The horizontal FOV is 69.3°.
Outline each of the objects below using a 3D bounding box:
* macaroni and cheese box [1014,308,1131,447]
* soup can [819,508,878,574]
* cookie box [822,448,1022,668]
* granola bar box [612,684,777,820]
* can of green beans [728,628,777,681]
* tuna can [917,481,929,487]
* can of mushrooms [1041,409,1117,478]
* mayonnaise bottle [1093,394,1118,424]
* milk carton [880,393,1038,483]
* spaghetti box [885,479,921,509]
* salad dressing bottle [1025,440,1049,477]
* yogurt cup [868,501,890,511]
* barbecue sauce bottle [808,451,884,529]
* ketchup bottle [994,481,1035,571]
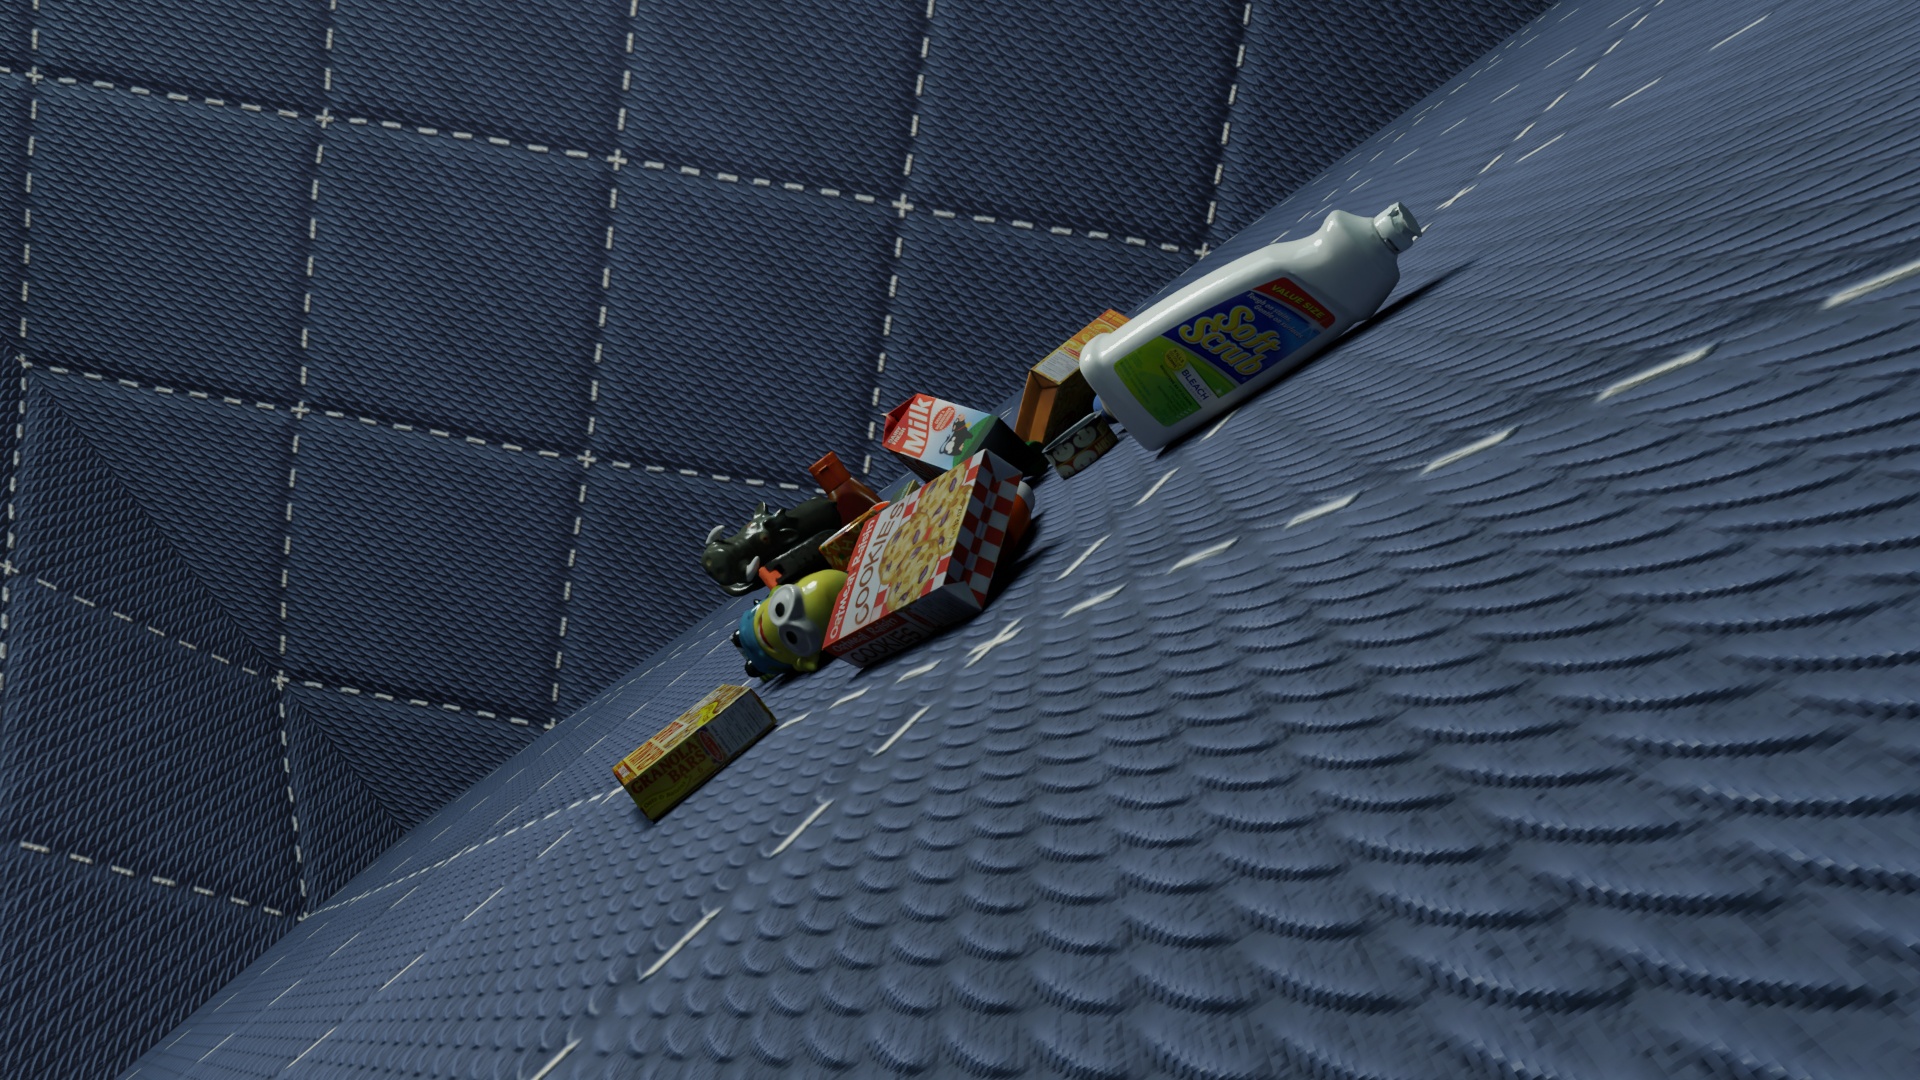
[{"bbox_3d":[0.124,-0.167,1.532,0.167,0.040,0.123,-41,-25,-41],"label":"macaroni and cheese box"},{"bbox_3d":[-0.081,0.021,1.302,0.071,0.083,0.071,-35,6,5],"label":"soup can"},{"bbox_3d":[-0.032,0.016,1.043,0.167,0.040,0.123,-29,36,49],"label":"cookie box"},{"bbox_3d":[-0.225,0.173,1.158,0.124,0.039,0.165,-37,6,-17],"label":"granola bar box"},{"bbox_3d":[-0.193,0.103,1.422,0.071,0.058,0.071,-36,6,4],"label":"can of green beans"},{"bbox_3d":[-0.039,-0.029,1.527,0.071,0.071,0.033,-32,6,33],"label":"tuna can"},{"bbox_3d":[0.114,-0.090,1.301,0.071,0.033,0.071,-36,5,4],"label":"can of mushrooms"},{"bbox_3d":[0.155,-0.133,1.278,0.041,0.065,0.148,-41,3,-7],"label":"mayonnaise bottle"},{"bbox_3d":[-0.013,-0.099,1.464,0.073,0.072,0.191,-56,36,-8],"label":"milk carton"},{"bbox_3d":[-0.058,0.015,1.225,0.028,0.050,0.251,-36,14,22],"label":"spaghetti box"},{"bbox_3d":[0.033,-0.082,1.503,0.147,0.044,0.064,-5,37,49],"label":"salad dressing bottle"},{"bbox_3d":[-0.081,-0.003,1.572,0.072,0.072,0.054,-33,19,27],"label":"yogurt cup"},{"bbox_3d":[-0.120,-0.035,1.630,0.065,0.148,0.044,-36,6,9],"label":"barbecue sauce bottle"},{"bbox_3d":[0.030,-0.014,1.138,0.064,0.043,0.149,-37,5,21],"label":"ketchup bottle"}]
